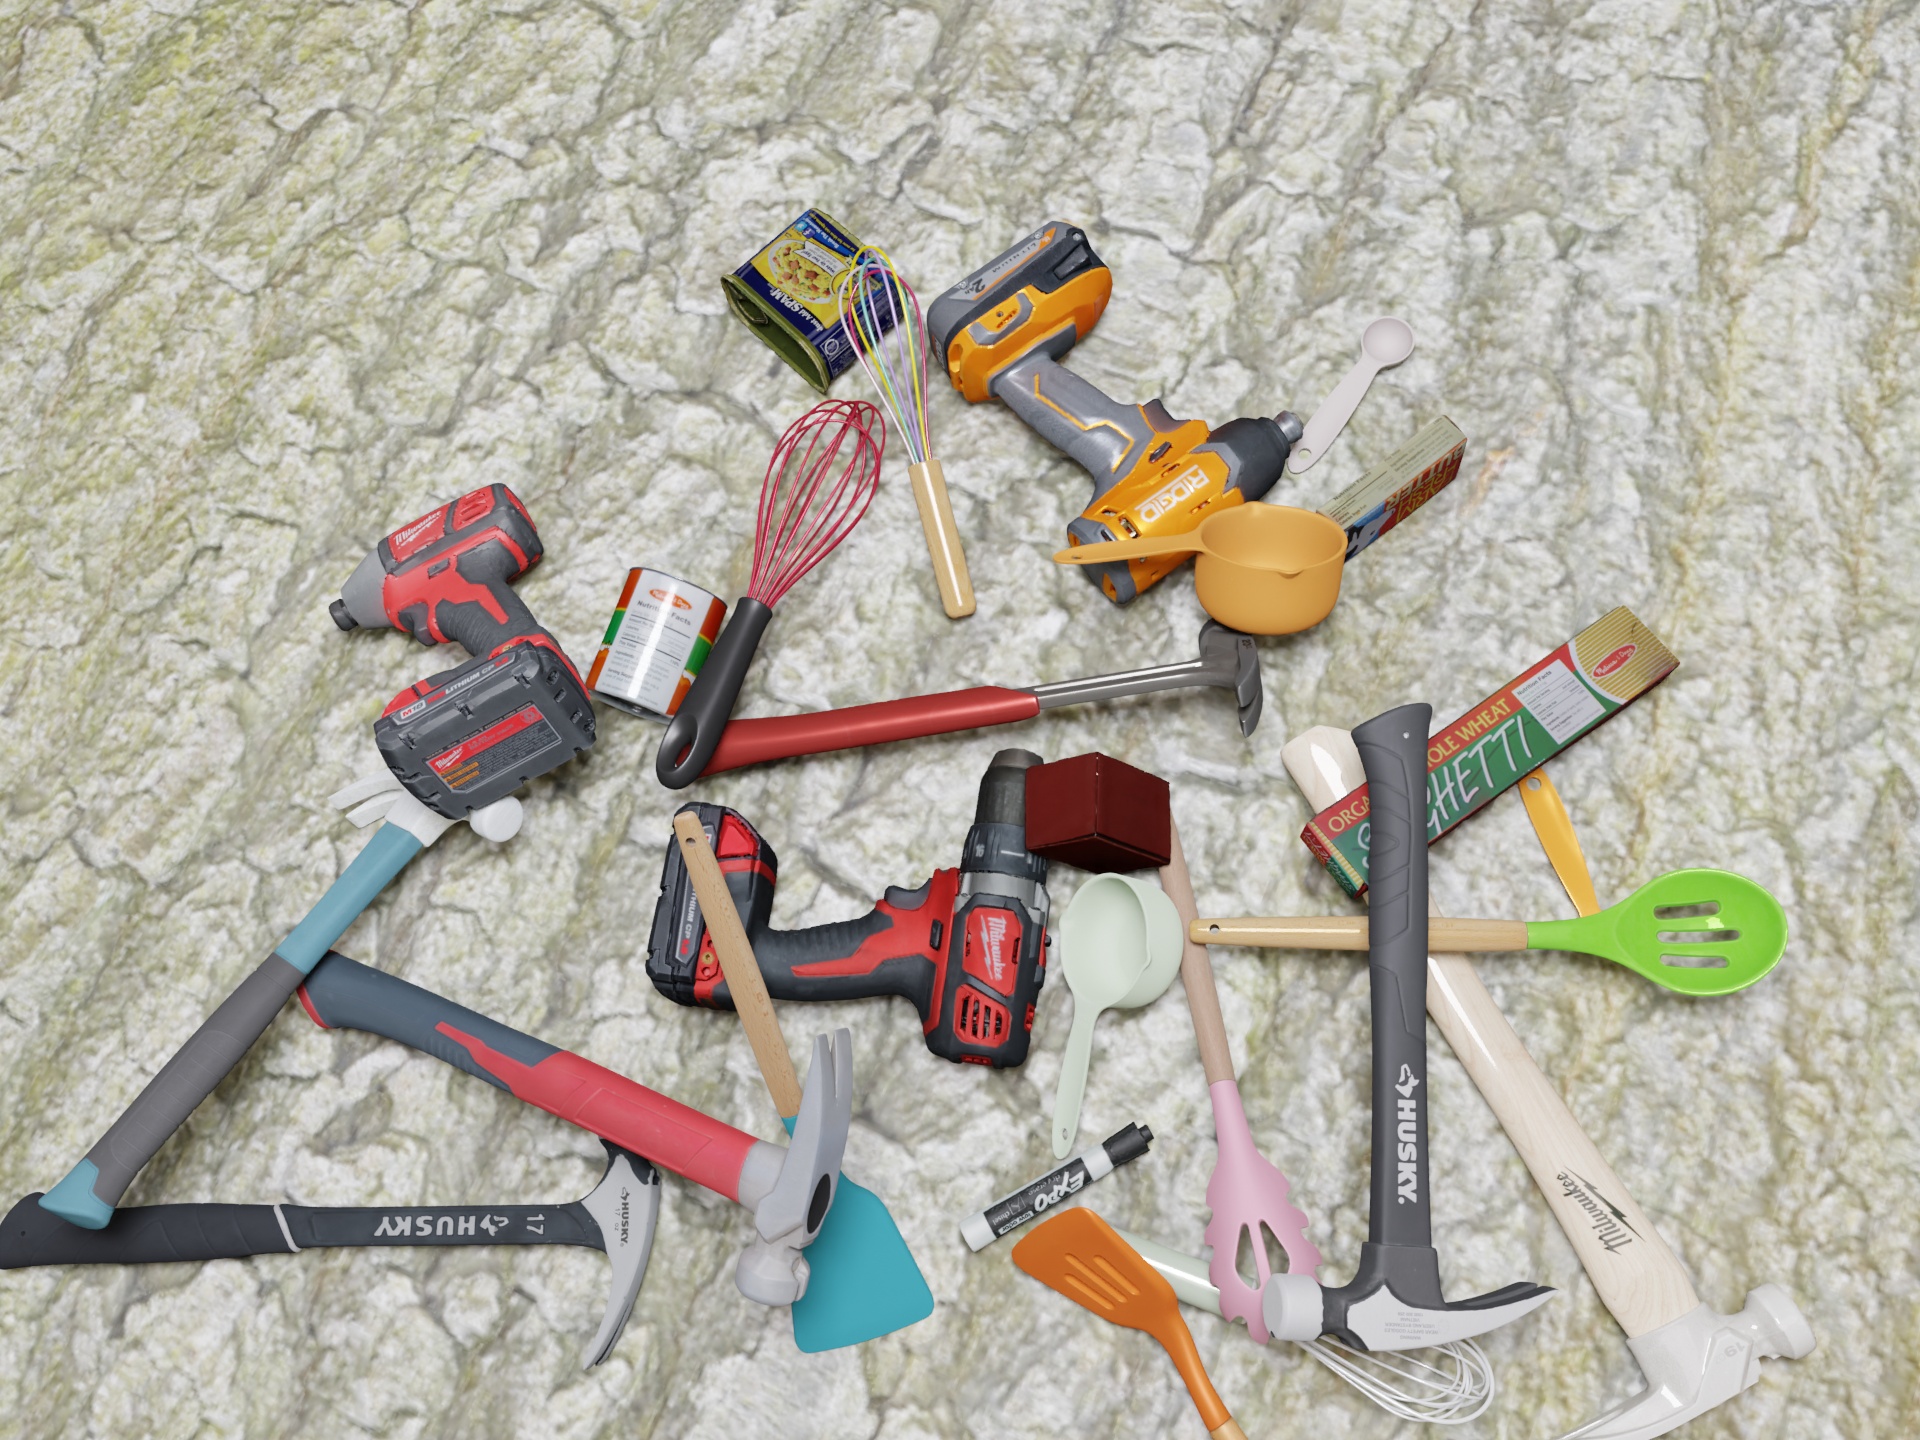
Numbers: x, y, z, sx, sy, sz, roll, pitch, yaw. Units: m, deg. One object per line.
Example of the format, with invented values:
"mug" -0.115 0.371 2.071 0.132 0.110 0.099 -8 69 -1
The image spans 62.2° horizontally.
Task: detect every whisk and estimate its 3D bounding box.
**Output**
"whisk" -0.120 -0.087 0.996 0.073 0.073 0.296 18 67 13
"whisk" -0.031 -0.185 1.021 0.047 0.051 0.245 -15 90 24
"whisk" 0.164 0.317 0.862 0.246 0.057 0.059 17 41 15

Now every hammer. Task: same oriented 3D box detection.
"hammer" 0.287 0.187 0.889 0.146 0.038 0.411 -28 71 0
"hammer" -0.407 0.156 0.943 0.128 0.033 0.331 19 62 36
"hammer" -0.002 -0.003 0.951 0.359 0.149 0.036 -9 108 11
"hammer" 0.236 0.153 0.837 0.146 0.035 0.335 6 76 -9
"hammer" -0.378 0.305 0.940 0.409 0.036 0.149 -4 73 7
"hammer" -0.233 0.185 0.899 0.386 0.038 0.143 16 95 28

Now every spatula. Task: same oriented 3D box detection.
"spatula" -0.100 0.199 0.881 0.082 0.044 0.317 -18 104 2
"spatula" 0.145 0.396 0.835 0.041 0.081 0.323 -20 69 -44

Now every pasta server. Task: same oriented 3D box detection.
"pasta server" 0.142 0.180 0.894 0.060 0.040 0.317 -14 59 7

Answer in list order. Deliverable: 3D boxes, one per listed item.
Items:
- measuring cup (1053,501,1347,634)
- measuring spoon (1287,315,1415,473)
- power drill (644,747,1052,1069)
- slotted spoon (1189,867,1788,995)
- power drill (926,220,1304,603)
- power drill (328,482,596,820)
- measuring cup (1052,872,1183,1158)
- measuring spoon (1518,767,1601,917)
"measuring cup" 0.142 -0.084 0.946 0.173 0.052 0.095 -5 33 -2
"measuring spoon" 0.251 -0.209 1.034 0.034 0.018 0.124 36 87 16
"power drill" -0.056 0.099 0.943 0.226 0.080 0.188 7 74 7
"slotted spoon" 0.285 0.116 0.878 0.314 0.031 0.070 -1 71 9
"power drill" 0.100 -0.205 1.017 0.164 0.084 0.227 -35 76 -5
"power drill" -0.318 -0.050 0.996 0.143 0.078 0.220 -29 48 -3
"measuring cup" 0.086 0.172 0.917 0.083 0.038 0.167 16 95 55
"measuring spoon" 0.352 0.077 0.930 0.021 0.011 0.117 -17 67 3
